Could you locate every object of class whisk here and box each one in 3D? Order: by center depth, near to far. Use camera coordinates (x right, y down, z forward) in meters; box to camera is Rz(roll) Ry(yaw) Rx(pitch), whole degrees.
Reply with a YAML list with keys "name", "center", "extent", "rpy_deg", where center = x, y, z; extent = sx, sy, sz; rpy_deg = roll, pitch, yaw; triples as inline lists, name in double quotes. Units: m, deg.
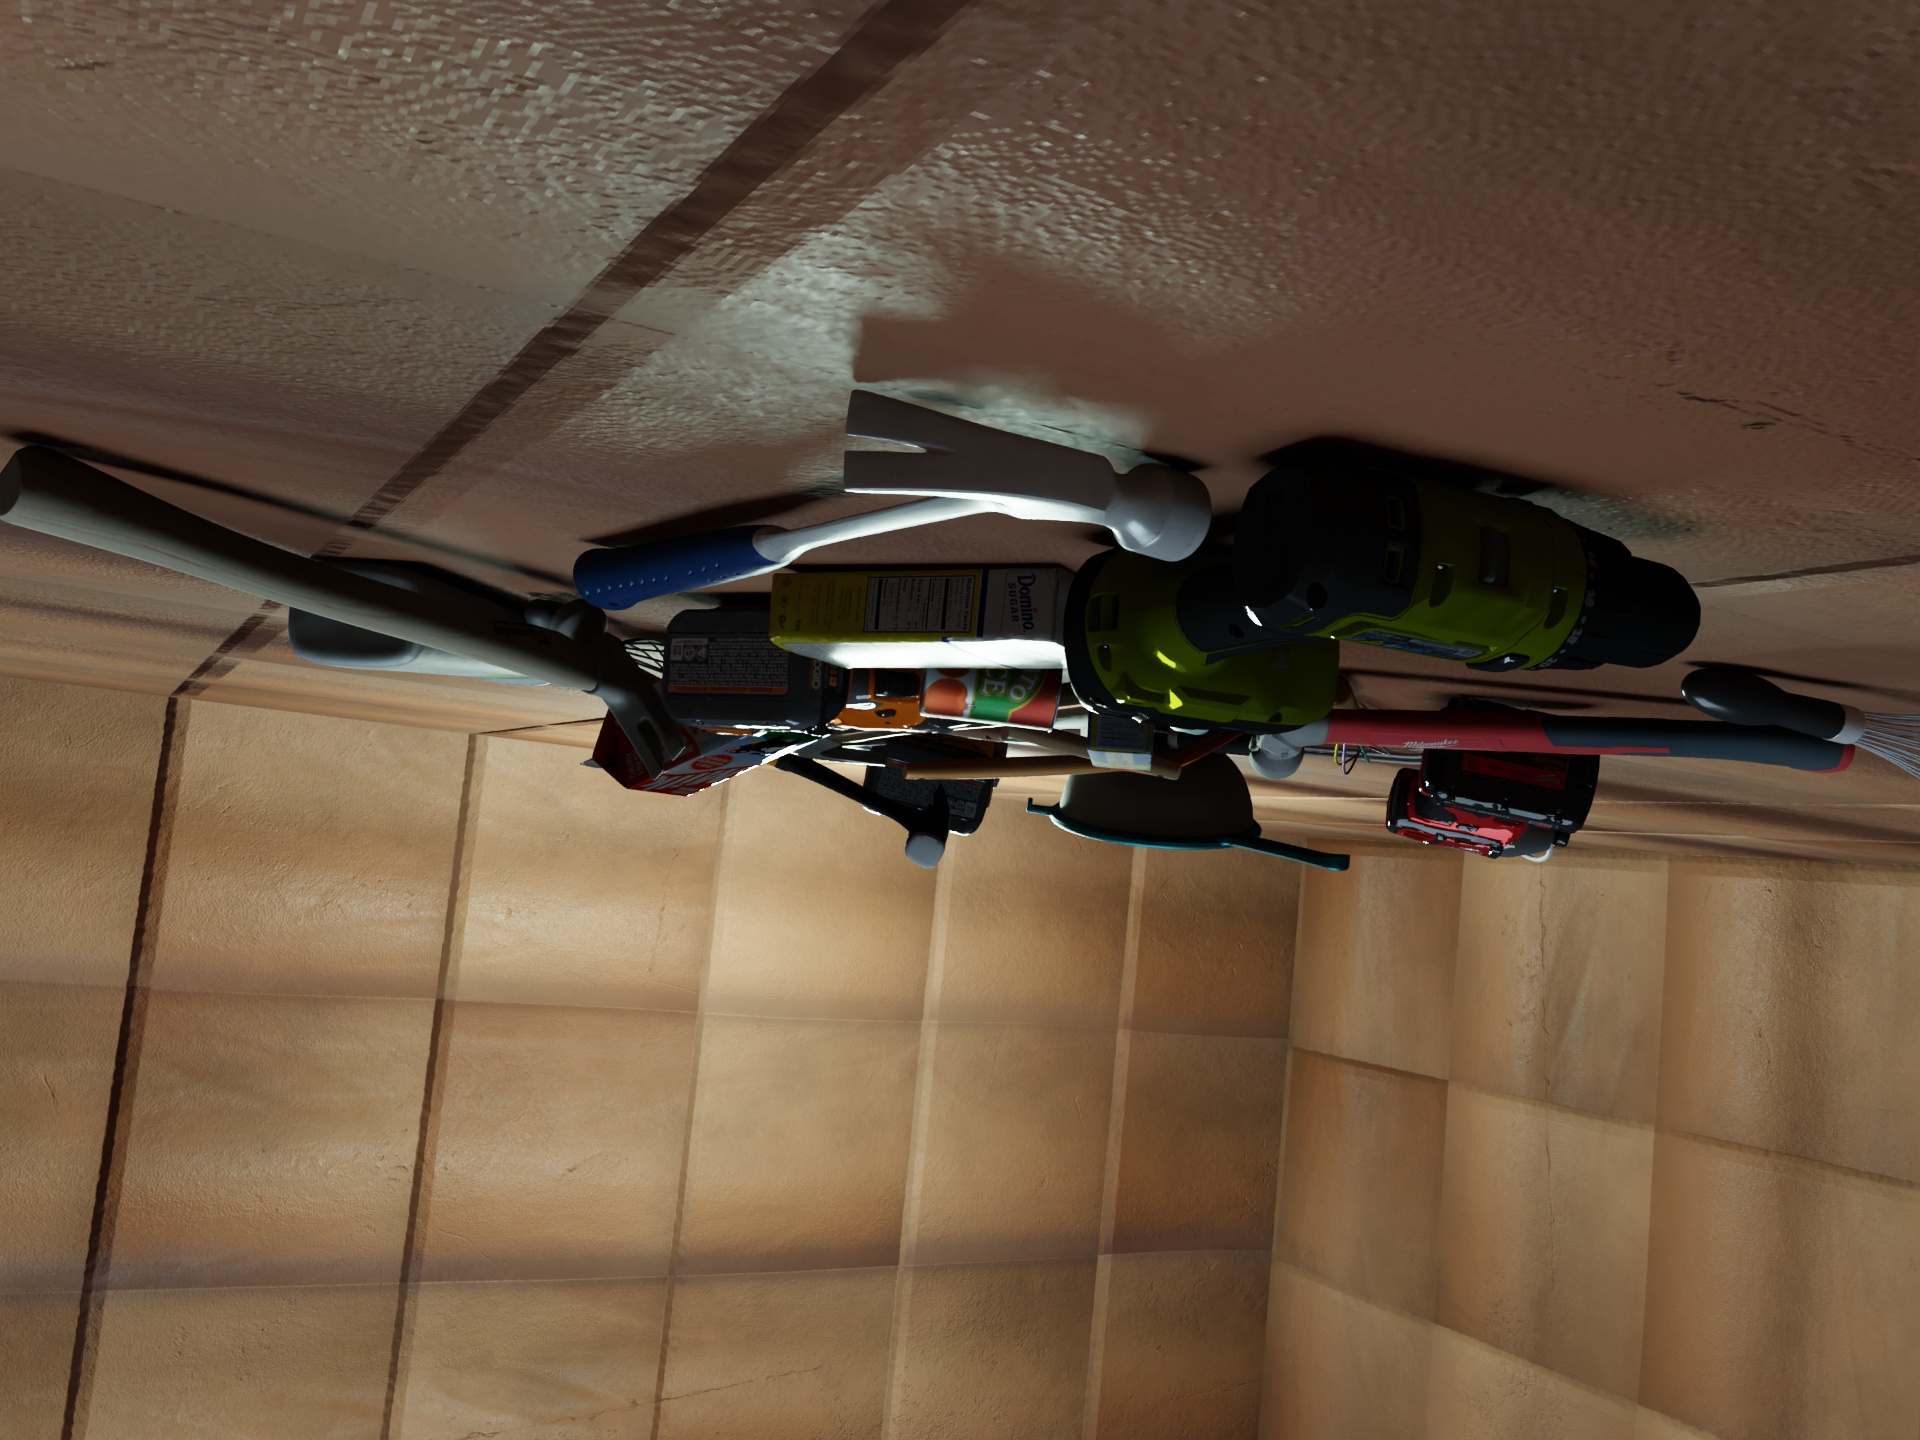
- name: "whisk"
  center: [0.546, 0.009, 0.940]
  extent: [0.284, 0.070, 0.070]
  rpy_deg: [12, 173, -14]
- name: "whisk"
  center: [-0.263, -0.054, 1.189]
  extent: [0.055, 0.055, 0.238]
  rpy_deg: [4, 170, 14]
- name: "whisk"
  center: [0.293, -0.003, 1.193]
  extent: [0.047, 0.051, 0.244]
  rpy_deg: [-18, 164, 14]

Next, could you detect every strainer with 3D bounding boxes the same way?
- name: "strainer"
  center: [0.237, 0.069, 1.538]
  extent: [0.211, 0.095, 0.340]
  rpy_deg: [-3, -170, -39]

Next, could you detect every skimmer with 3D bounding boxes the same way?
- name: "skimmer"
  center: [0.349, 0.053, 1.424]
  extent: [0.363, 0.090, 0.127]
  rpy_deg: [6, 143, 29]

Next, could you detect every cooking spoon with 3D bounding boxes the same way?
- name: "cooking spoon"
  center: [0.032, 0.003, 1.332]
  extent: [0.319, 0.017, 0.068]
  rpy_deg: [15, 165, 20]

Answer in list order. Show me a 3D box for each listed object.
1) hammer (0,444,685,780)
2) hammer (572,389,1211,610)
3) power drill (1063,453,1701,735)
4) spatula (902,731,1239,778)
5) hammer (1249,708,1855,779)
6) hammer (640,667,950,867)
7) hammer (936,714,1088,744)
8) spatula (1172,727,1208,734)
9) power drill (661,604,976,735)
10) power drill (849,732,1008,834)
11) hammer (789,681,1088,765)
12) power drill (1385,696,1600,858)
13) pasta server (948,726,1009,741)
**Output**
- name: "hammer"
  center: [-0.323, -0.059, 0.891]
  extent: [0.146, 0.038, 0.410]
  rpy_deg: [51, -163, 31]
- name: "hammer"
  center: [-0.082, -0.082, 0.712]
  extent: [0.144, 0.035, 0.406]
  rpy_deg: [9, 174, -36]
- name: "power drill"
  center: [0.163, -0.044, 0.662]
  extent: [0.190, 0.080, 0.228]
  rpy_deg: [8, 171, -23]
- name: "spatula"
  center: [0.103, 0.029, 1.368]
  extent: [0.322, 0.041, 0.081]
  rpy_deg: [-2, 174, -22]
- name: "hammer"
  center: [0.393, 0.003, 1.047]
  extent: [0.386, 0.038, 0.143]
  rpy_deg: [2, 157, 2]
- name: "hammer"
  center: [-0.162, 0.021, 1.354]
  extent: [0.336, 0.034, 0.127]
  rpy_deg: [27, -164, -7]
- name: "hammer"
  center: [0.087, -0.004, 1.380]
  extent: [0.146, 0.035, 0.335]
  rpy_deg: [6, 175, -17]
- name: "spatula"
  center: [0.175, -0.016, 1.158]
  extent: [0.082, 0.044, 0.317]
  rpy_deg: [31, -171, 15]
- name: "power drill"
  center: [-0.073, -0.027, 1.076]
  extent: [0.164, 0.084, 0.226]
  rpy_deg: [2, 178, 30]
- name: "power drill"
  center: [-0.048, 0.037, 1.578]
  extent: [0.185, 0.084, 0.226]
  rpy_deg: [14, -169, 1]
- name: "hammer"
  center: [-0.002, -0.004, 1.226]
  extent: [0.331, 0.031, 0.130]
  rpy_deg: [-7, 163, 28]
- name: "power drill"
  center: [0.409, 0.057, 1.213]
  extent: [0.143, 0.078, 0.219]
  rpy_deg: [12, 167, 11]
- name: "pasta server"
  center: [-0.089, -0.004, 1.371]
  extent: [0.316, 0.040, 0.060]
  rpy_deg: [9, 145, 39]
